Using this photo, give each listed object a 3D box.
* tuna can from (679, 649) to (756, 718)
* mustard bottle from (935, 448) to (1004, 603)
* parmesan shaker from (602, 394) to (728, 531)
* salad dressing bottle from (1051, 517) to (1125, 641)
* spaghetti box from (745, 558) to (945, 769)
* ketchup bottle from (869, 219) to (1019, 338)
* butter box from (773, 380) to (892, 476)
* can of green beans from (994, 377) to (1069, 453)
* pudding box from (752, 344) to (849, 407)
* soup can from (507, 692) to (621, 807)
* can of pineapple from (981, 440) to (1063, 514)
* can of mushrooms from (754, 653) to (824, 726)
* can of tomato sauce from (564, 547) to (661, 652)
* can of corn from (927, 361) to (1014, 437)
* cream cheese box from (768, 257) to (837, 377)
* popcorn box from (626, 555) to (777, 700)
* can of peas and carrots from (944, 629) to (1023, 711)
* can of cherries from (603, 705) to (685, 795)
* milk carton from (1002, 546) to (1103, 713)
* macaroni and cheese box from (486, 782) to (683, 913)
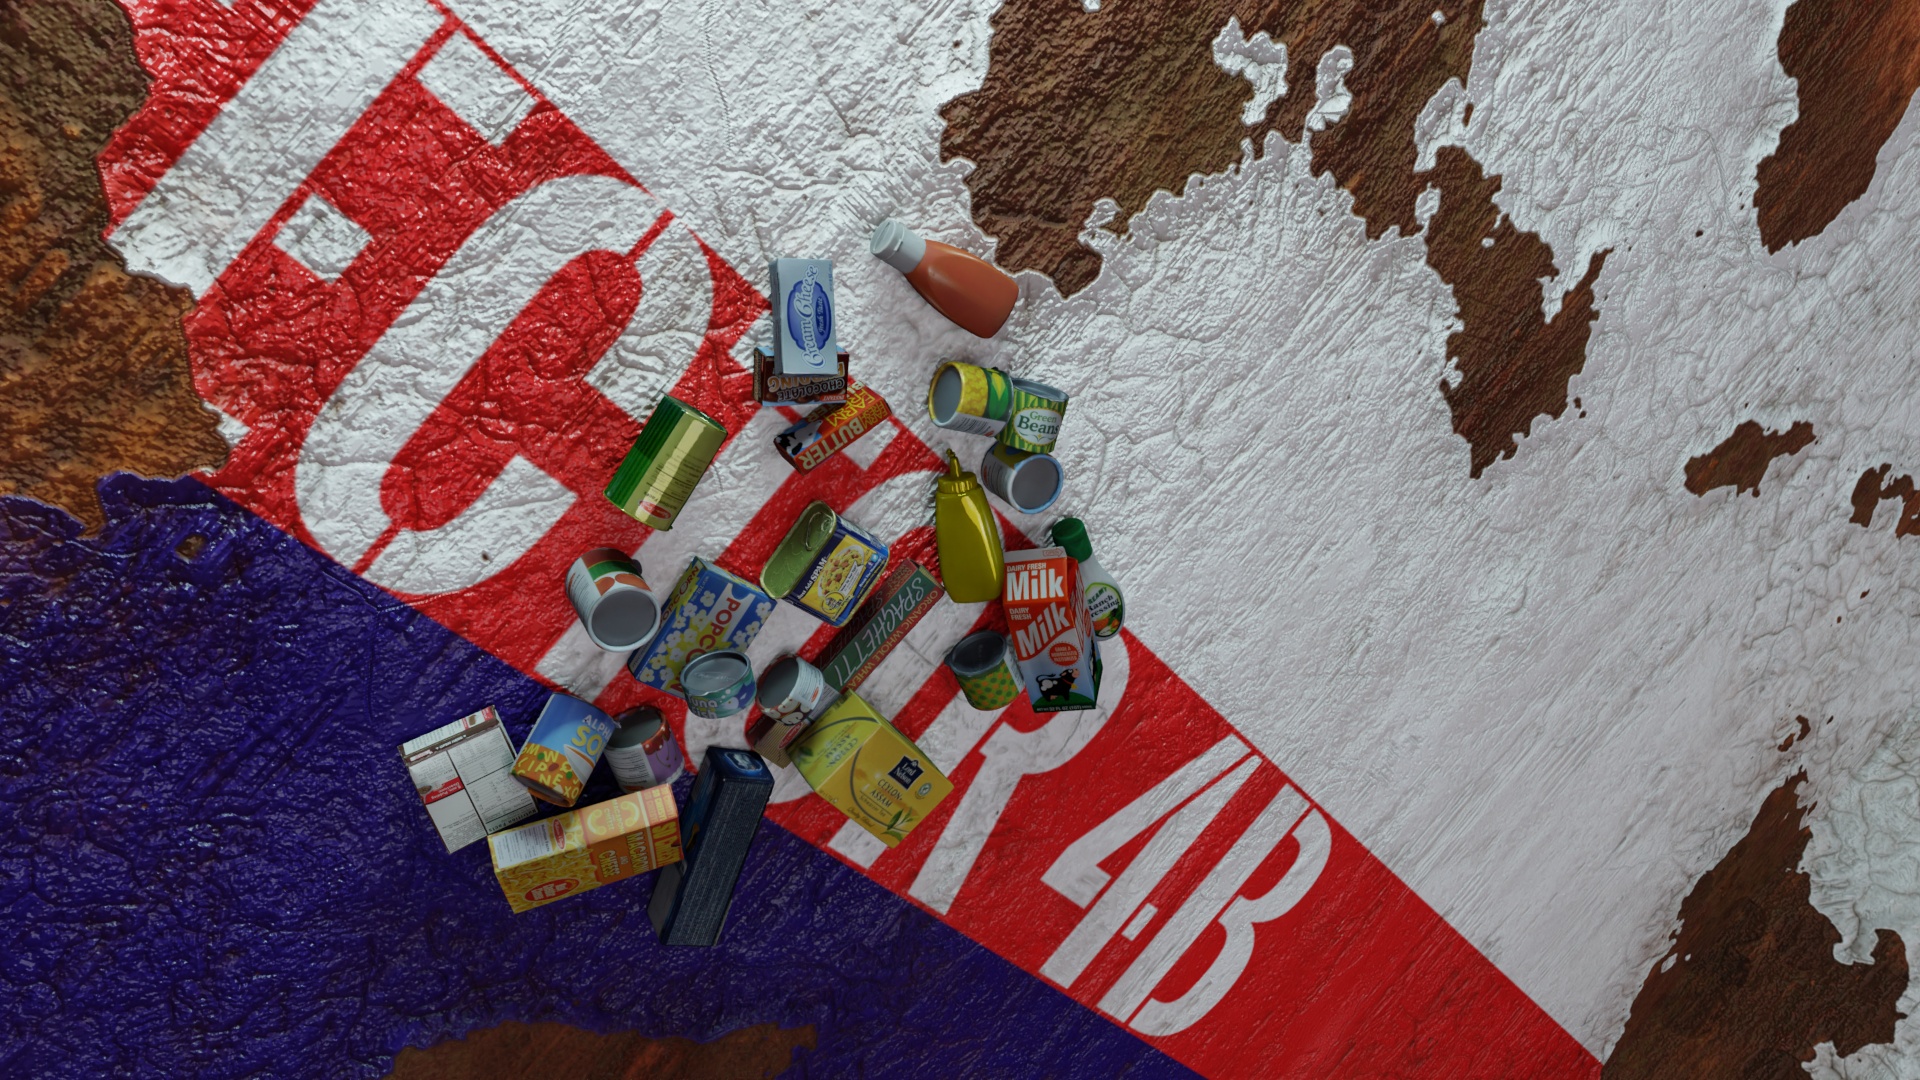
[{"bbox_3d":[-0.224,0.134,1.281,0.071,0.071,0.032,-21,122,-20],"label":"tuna can"},{"bbox_3d":[0.005,-0.017,1.395,0.065,0.049,0.159,-5,107,11],"label":"mustard bottle"},{"bbox_3d":[-0.256,-0.067,1.220,0.071,0.071,0.103,30,95,-36],"label":"parmesan shaker"},{"bbox_3d":[0.136,0.042,1.509,0.064,0.044,0.147,-28,123,-7],"label":"salad dressing bottle"},{"bbox_3d":[-0.115,0.124,1.413,0.250,0.029,0.050,-48,127,-2],"label":"spaghetti box"},{"bbox_3d":[-0.016,-0.246,1.286,0.149,0.043,0.064,26,97,-36],"label":"ketchup bottle"},{"bbox_3d":[-0.119,-0.105,1.288,0.104,0.053,0.024,-36,127,-11],"label":"butter box"},{"bbox_3d":[0.069,-0.124,1.378,0.071,0.071,0.057,5,110,-31],"label":"can of green beans"},{"bbox_3d":[-0.146,-0.150,1.266,0.084,0.030,0.049,-5,115,-27],"label":"pudding box"},{"bbox_3d":[-0.358,0.191,1.258,0.071,0.071,0.084,45,56,-36],"label":"soup can"},{"bbox_3d":[0.065,-0.067,1.408,0.071,0.058,0.070,-13,118,-25],"label":"can of pineapple"},{"bbox_3d":[-0.171,0.148,1.371,0.071,0.071,0.033,-51,127,1],"label":"can of mushrooms"},{"bbox_3d":[-0.307,0.053,1.236,0.071,0.083,0.071,-12,118,-24],"label":"can of tomato sauce"},{"bbox_3d":[0.009,-0.139,1.339,0.058,0.071,0.071,8,108,-32],"label":"can of corn"},{"bbox_3d":[-0.139,-0.197,1.230,0.053,0.024,0.103,-4,91,-27],"label":"cream cheese box"},{"bbox_3d":[-0.245,0.088,1.316,0.085,0.038,0.126,30,96,-35],"label":"popcorn box"},{"bbox_3d":[0.026,0.140,1.479,0.071,0.071,0.058,-33,125,-12],"label":"can of peas and carrots"},{"bbox_3d":[-0.302,0.198,1.321,0.072,0.071,0.058,-26,122,-17],"label":"can of cherries"},{"bbox_3d":[0.096,0.087,1.472,0.072,0.074,0.189,-7,122,18],"label":"milk carton"},{"bbox_3d":[-0.348,0.291,1.307,0.167,0.040,0.123,-14,152,-17],"label":"macaroni and cheese box"}]
